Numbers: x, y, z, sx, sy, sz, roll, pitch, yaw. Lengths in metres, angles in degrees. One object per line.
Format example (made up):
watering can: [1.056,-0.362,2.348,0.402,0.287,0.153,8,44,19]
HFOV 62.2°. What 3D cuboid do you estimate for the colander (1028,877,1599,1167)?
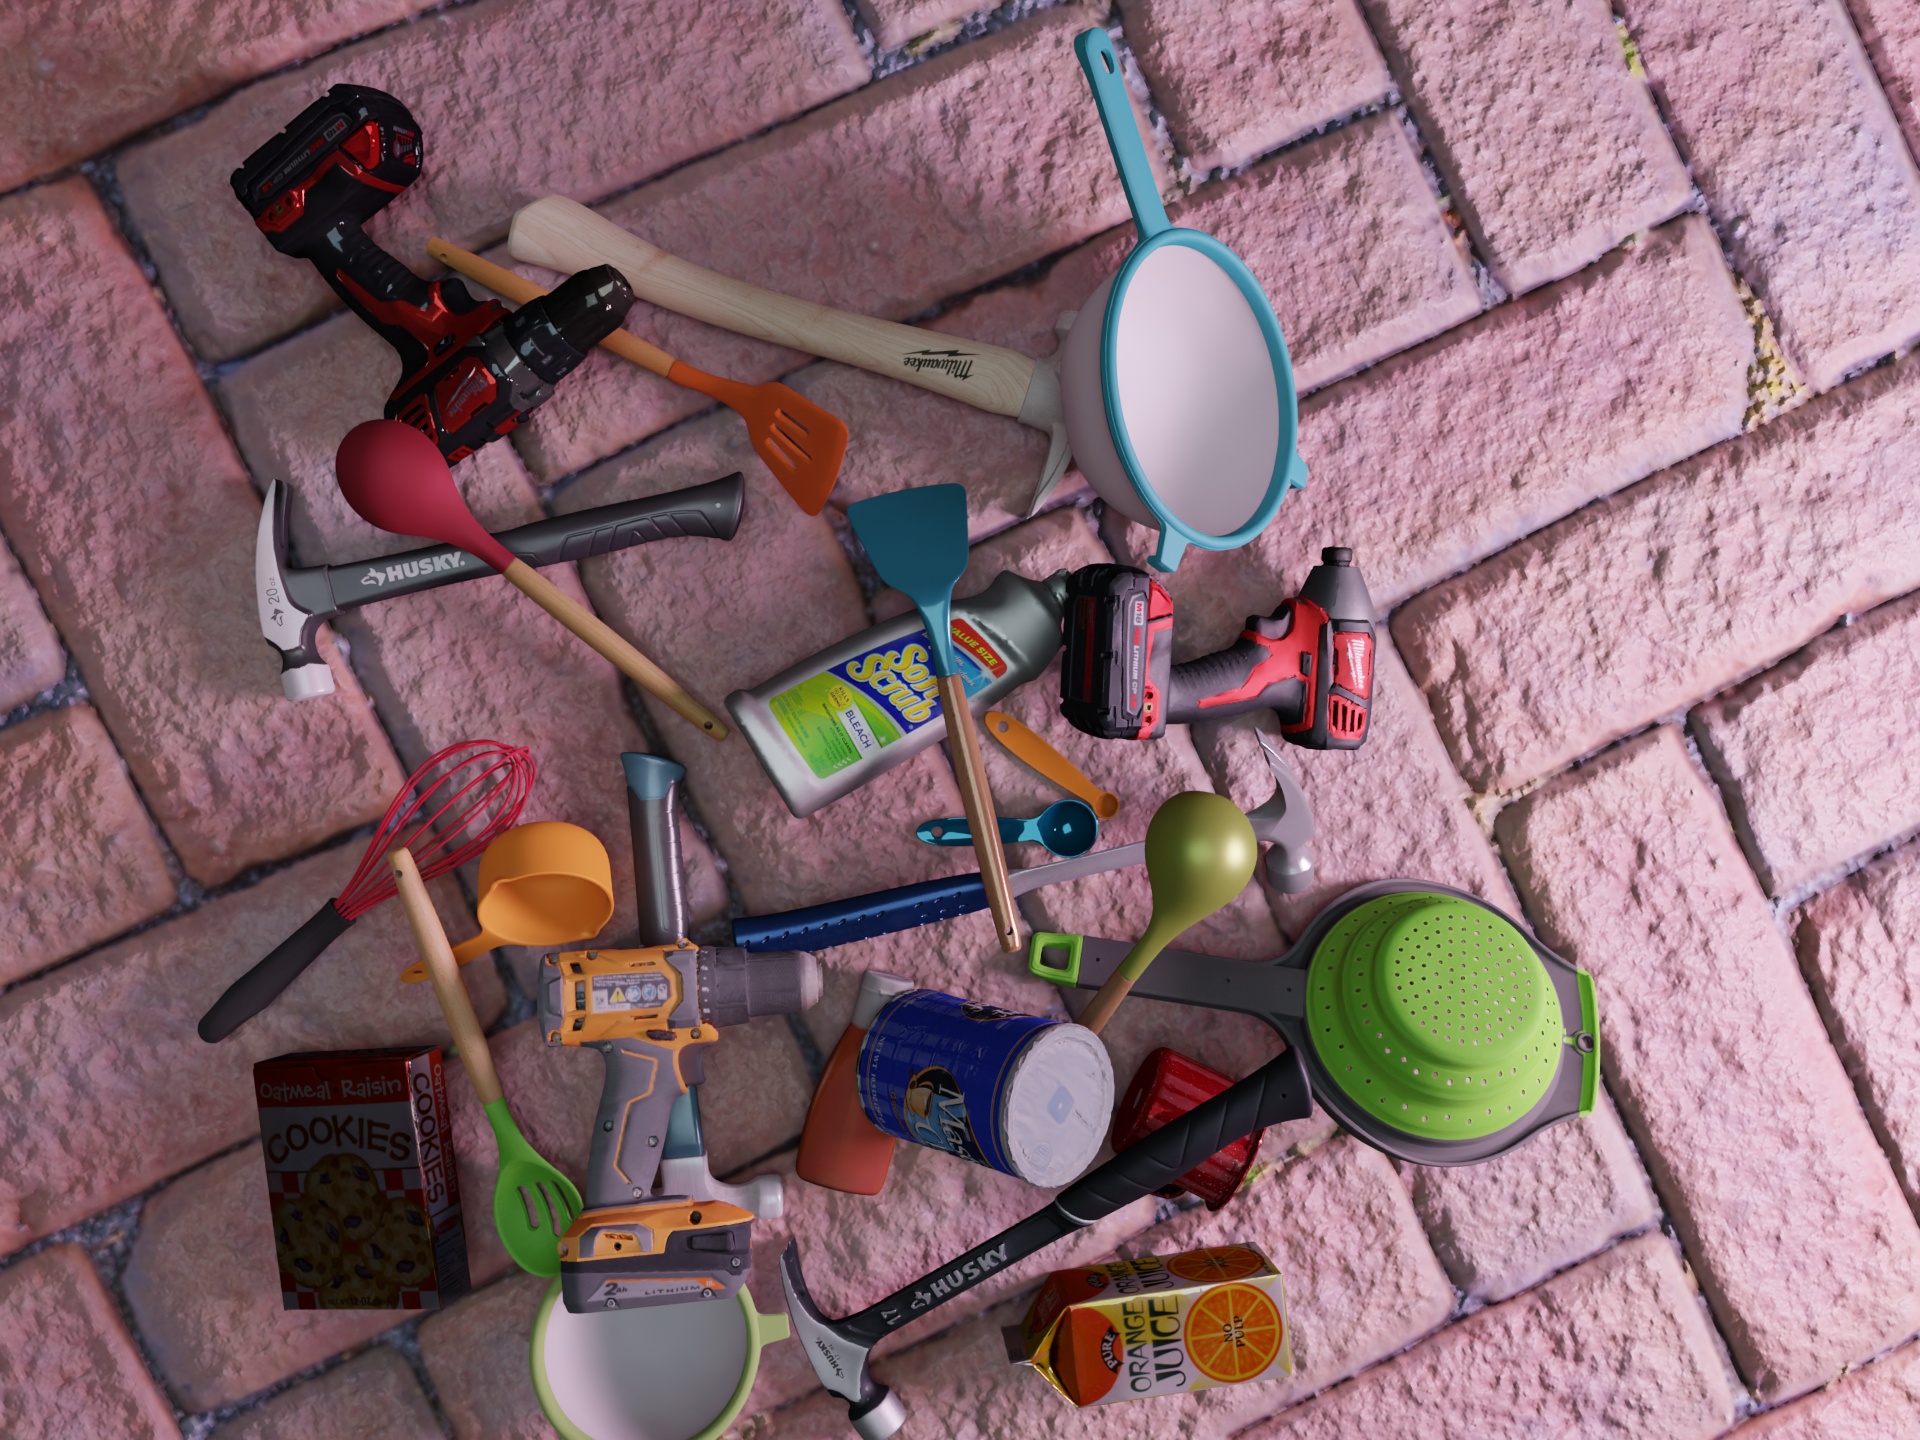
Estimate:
colander: [0.245,0.177,1.077,0.397,0.094,0.205,8,63,4]

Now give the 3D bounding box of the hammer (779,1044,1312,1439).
hammer: [0.058,0.332,1.065,0.409,0.036,0.149,-34,91,13]

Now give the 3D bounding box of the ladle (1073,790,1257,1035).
ladle: [0.096,0.181,1.072,0.078,0.062,0.320,22,116,-21]

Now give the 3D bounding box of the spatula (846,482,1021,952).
spatula: [-0.002,-0.003,1.053,0.082,0.044,0.317,-12,88,-7]

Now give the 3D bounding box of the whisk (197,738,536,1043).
whisk: [-0.401,0.115,1.068,0.296,0.073,0.073,-42,94,2]

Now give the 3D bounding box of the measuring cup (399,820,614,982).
measuring cup: [-0.313,0.125,1.076,0.173,0.095,0.052,-27,50,19]

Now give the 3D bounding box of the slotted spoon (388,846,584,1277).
slotted spoon: [-0.319,0.229,1.061,0.070,0.031,0.313,-13,104,15]

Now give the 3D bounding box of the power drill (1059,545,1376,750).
power drill: [0.185,-0.052,1.090,0.219,0.078,0.143,1,96,-19]

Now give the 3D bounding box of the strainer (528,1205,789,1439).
strainer: [-0.240,0.461,1.068,0.151,0.069,0.256,34,81,0]

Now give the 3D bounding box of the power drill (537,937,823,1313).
power drill: [-0.177,0.255,1.034,0.185,0.084,0.226,-4,77,-7]

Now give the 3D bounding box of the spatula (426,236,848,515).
spatula: [-0.222,-0.248,1.086,0.322,0.041,0.081,27,131,-1]

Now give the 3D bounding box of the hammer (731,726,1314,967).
hammer: [0.043,0.105,1.092,0.405,0.035,0.143,-13,133,0]

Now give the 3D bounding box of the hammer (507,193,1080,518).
hammer: [-0.111,-0.265,1.101,0.410,0.038,0.146,16,90,-4]

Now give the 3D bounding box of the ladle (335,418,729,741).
ladle: [-0.280,-0.086,1.059,0.315,0.031,0.069,39,96,-14]

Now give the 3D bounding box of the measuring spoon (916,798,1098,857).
measuring spoon: [0.033,0.076,1.128,0.128,0.021,0.042,-2,96,4]

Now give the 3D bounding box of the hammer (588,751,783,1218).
hammer: [-0.199,0.185,1.097,0.128,0.033,0.331,-5,91,-6]

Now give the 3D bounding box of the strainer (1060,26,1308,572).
strainer: [0.111,-0.273,1.057,0.211,0.095,0.340,-33,109,-42]

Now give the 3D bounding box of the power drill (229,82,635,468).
power drill: [-0.341,-0.301,1.044,0.188,0.080,0.226,-33,96,12]

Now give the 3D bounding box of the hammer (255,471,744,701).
hammer: [-0.310,-0.121,1.085,0.334,0.035,0.146,-13,92,-5]

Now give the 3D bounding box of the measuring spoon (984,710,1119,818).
measuring spoon: [0.064,0.031,1.132,0.117,0.011,0.021,37,87,-1]
